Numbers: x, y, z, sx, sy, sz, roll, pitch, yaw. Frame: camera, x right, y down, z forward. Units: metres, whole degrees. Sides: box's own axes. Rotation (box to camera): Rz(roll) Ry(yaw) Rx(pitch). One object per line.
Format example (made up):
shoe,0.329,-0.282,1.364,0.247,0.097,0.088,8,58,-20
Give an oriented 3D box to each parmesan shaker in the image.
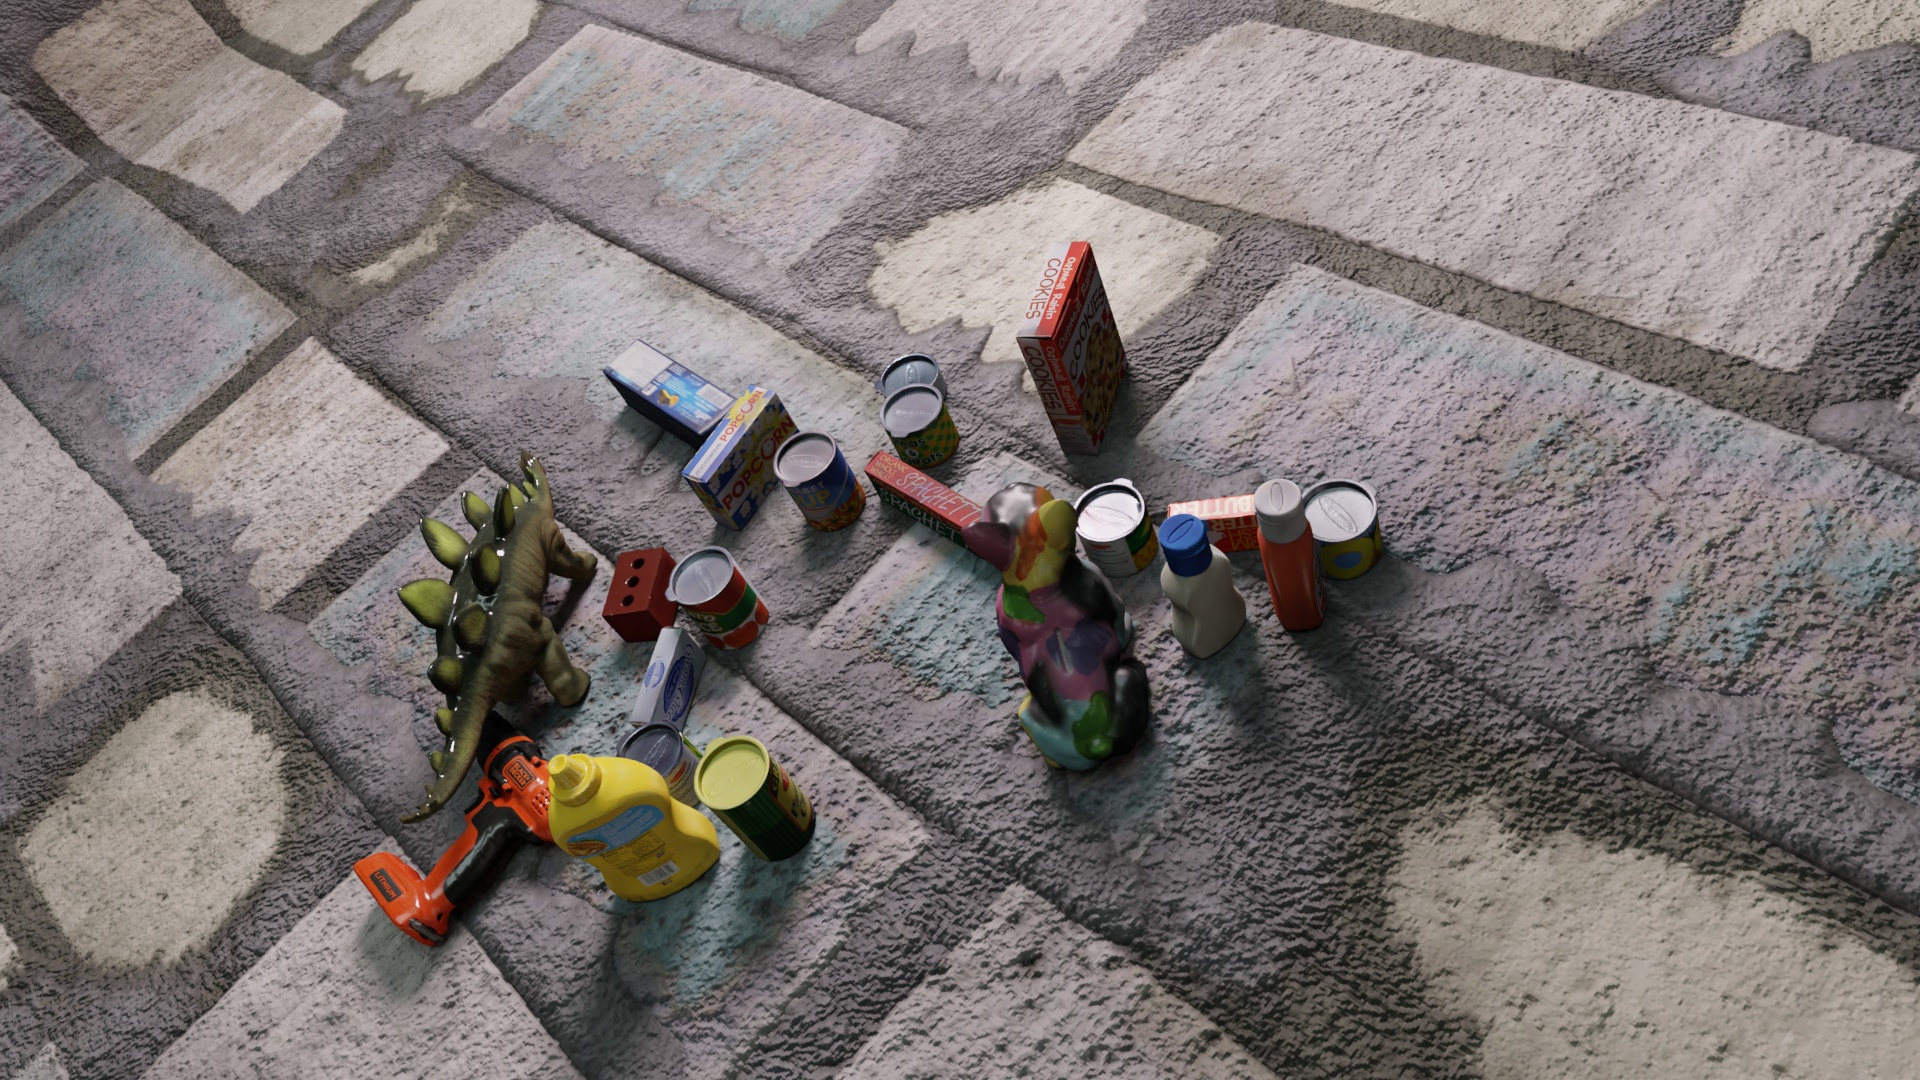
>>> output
parmesan shaker,-0.171,0.214,1.160,0.071,0.102,0.072,-11,51,14

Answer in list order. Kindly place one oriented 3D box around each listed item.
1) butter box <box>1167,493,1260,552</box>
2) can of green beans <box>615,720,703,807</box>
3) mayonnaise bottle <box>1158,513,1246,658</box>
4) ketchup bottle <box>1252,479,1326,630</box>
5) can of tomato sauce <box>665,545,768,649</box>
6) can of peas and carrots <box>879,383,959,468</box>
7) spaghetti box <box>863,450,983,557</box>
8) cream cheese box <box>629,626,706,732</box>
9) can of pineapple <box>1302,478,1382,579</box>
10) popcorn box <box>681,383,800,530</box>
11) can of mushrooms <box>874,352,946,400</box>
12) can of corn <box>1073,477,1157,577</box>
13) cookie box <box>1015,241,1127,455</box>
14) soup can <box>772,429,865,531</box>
butter box,0.235,-0.014,1.207,0.103,0.053,0.024,-7,52,17
can of green beans,-0.264,0.203,1.236,0.071,0.057,0.071,-11,51,14
mayonnaise bottle,0.192,0.035,1.124,0.065,0.147,0.041,-42,50,-12
ketchup bottle,0.263,0.010,1.114,0.043,0.148,0.065,-9,52,16
can of tomato sauce,-0.230,0.057,1.319,0.071,0.082,0.071,-11,51,14
can of peas and carrots,-0.041,-0.112,1.390,0.071,0.058,0.071,-11,51,14
spaghetti box,0.005,-0.016,1.303,0.250,0.050,0.029,30,70,36
cream cheese box,-0.271,0.138,1.292,0.024,0.053,0.104,-2,54,21
can of pineapple,0.320,-0.010,1.166,0.071,0.057,0.071,-11,51,14
popcorn box,-0.220,-0.085,1.424,0.038,0.085,0.127,18,62,32
can of mushrooms,-0.052,-0.161,1.449,0.071,0.033,0.071,-11,51,14
can of corn,0.139,-0.011,1.239,0.071,0.058,0.071,-11,51,14
cookie box,0.109,-0.180,1.310,0.040,0.166,0.123,5,56,25
soup can,-0.139,-0.056,1.370,0.071,0.083,0.072,-11,51,14
